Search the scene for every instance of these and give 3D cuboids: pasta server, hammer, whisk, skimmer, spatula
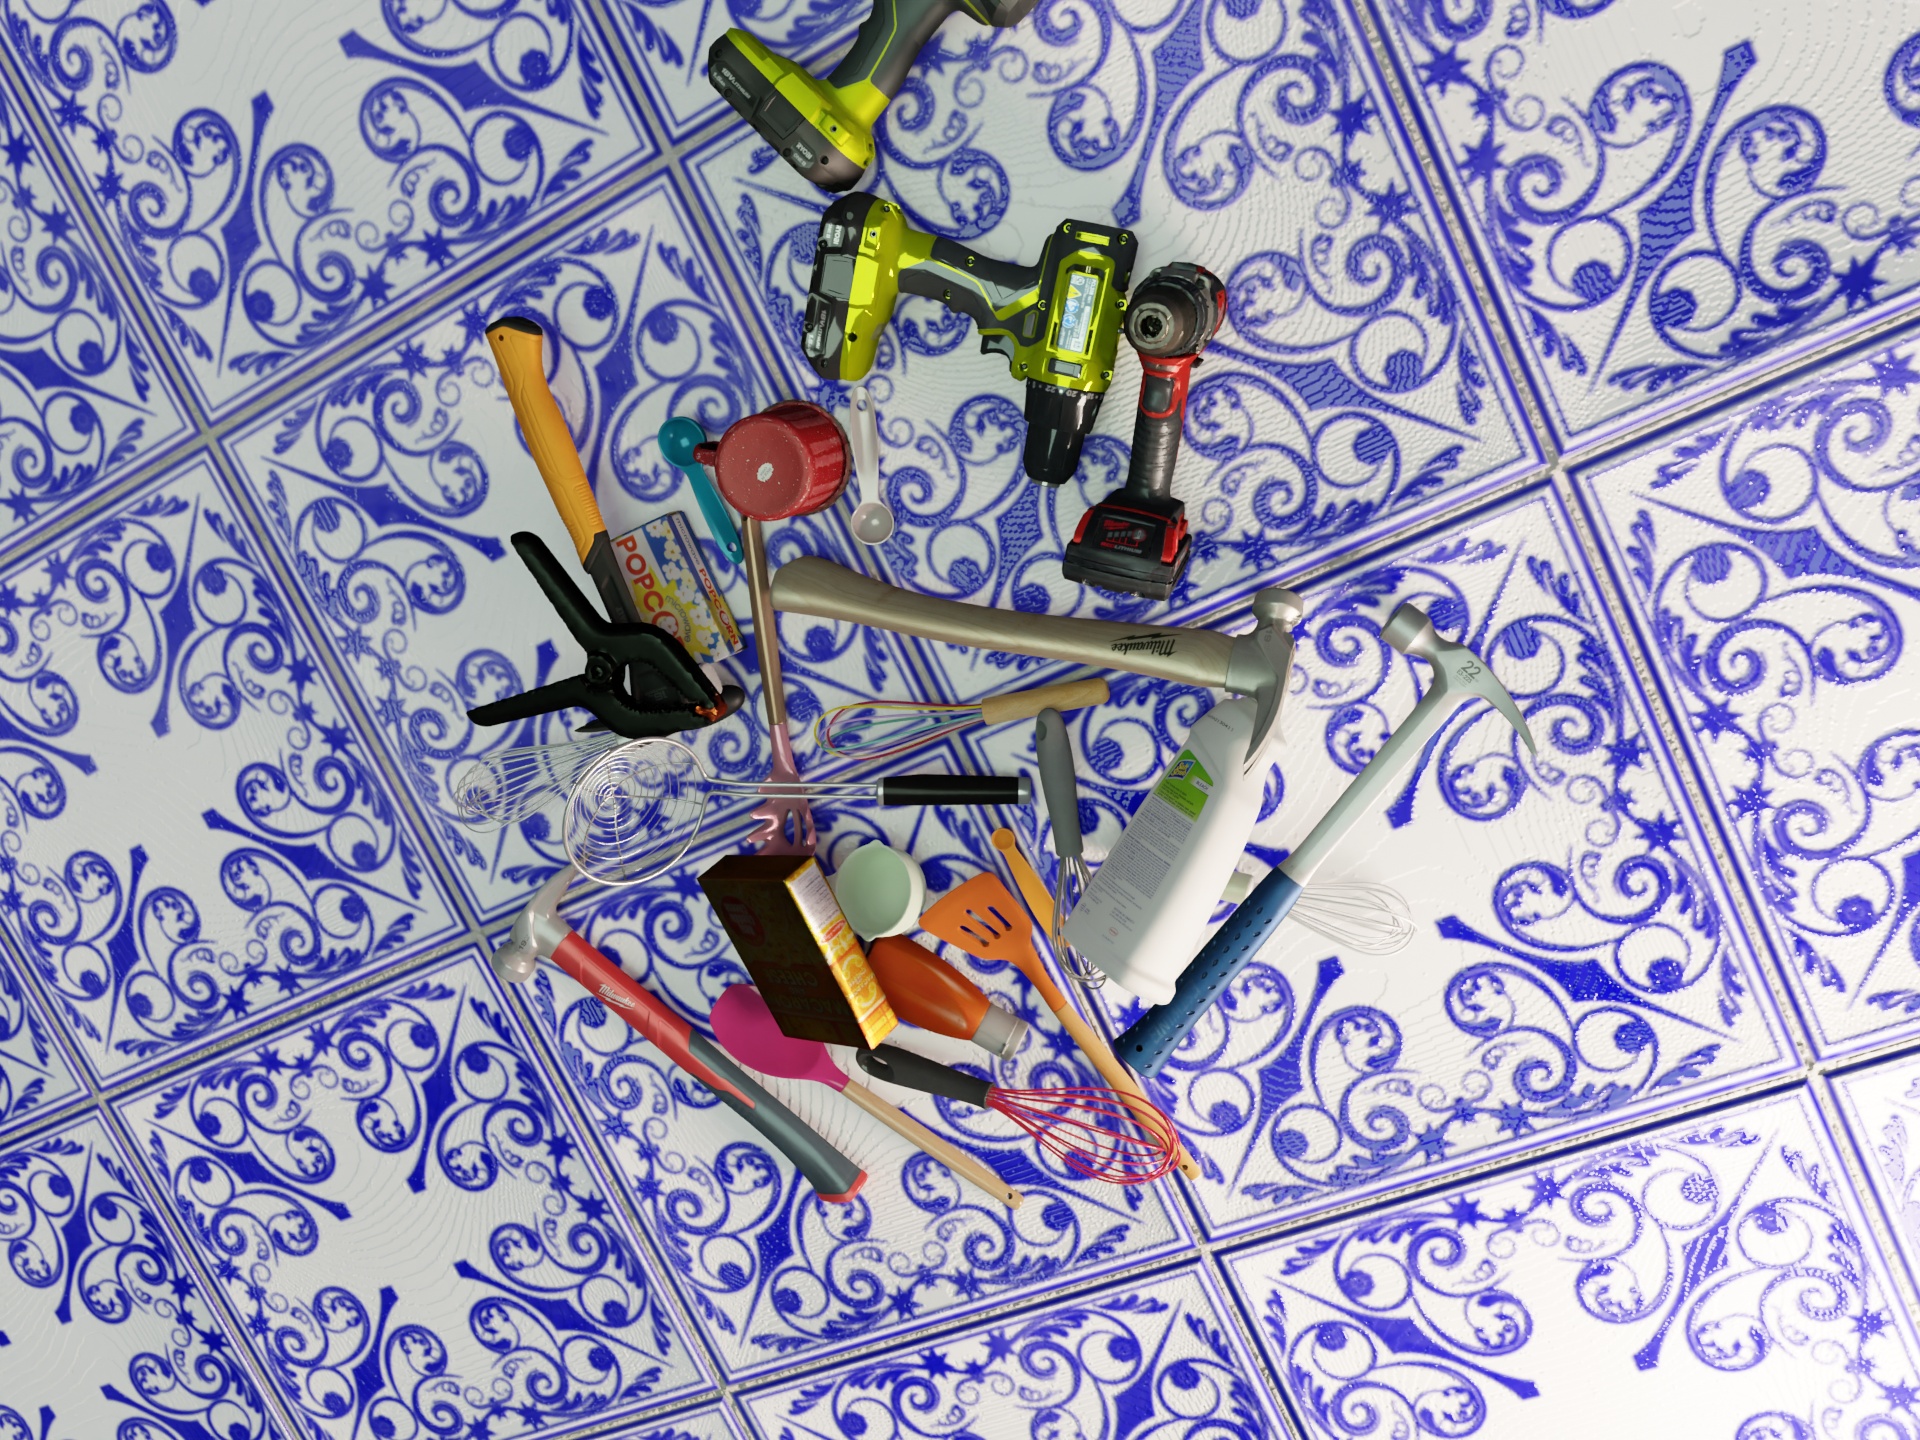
[{"bbox_3d":[-0.158,-0.023,1.308,0.060,0.040,0.316,0,104,26],"label":"pasta server"},{"bbox_3d":[-0.231,0.282,1.408,0.386,0.038,0.143,39,109,2],"label":"hammer"},{"bbox_3d":[-0.309,0.025,1.353,0.284,0.070,0.070,-21,99,13],"label":"whisk"},{"bbox_3d":[-0.307,-0.155,1.271,0.127,0.034,0.337,-17,100,18],"label":"hammer"},{"bbox_3d":[0.042,0.320,1.325,0.296,0.073,0.073,13,108,23],"label":"whisk"},{"bbox_3d":[0.088,0.104,1.265,0.055,0.055,0.239,-6,106,16],"label":"whisk"},{"bbox_3d":[0.260,0.113,1.197,0.144,0.035,0.405,41,103,15],"label":"hammer"},{"bbox_3d":[-0.125,0.071,1.255,0.363,0.090,0.127,0,117,0],"label":"skimmer"},{"bbox_3d":[-0.003,-0.005,1.271,0.245,0.051,0.047,-10,96,13],"label":"whisk"},{"bbox_3d":[0.044,-0.060,1.217,0.411,0.038,0.146,10,68,15],"label":"hammer"},{"bbox_3d":[0.095,0.260,1.317,0.081,0.041,0.322,-37,94,20],"label":"spatula"},{"bbox_3d":[0.235,0.135,1.249,0.246,0.059,0.058,13,71,15],"label":"whisk"}]

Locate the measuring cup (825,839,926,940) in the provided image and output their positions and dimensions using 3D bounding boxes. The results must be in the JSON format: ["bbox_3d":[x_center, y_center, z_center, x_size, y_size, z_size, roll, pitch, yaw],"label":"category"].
[{"bbox_3d":[-0.102,0.141,1.340,0.168,0.038,0.083,0,82,32],"label":"measuring cup"}]

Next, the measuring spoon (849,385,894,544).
[{"bbox_3d":[-0.073,-0.201,1.254,0.034,0.018,0.124,-4,97,4],"label":"measuring spoon"}]

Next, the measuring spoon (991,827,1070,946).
[{"bbox_3d":[0.060,0.137,1.311,0.021,0.011,0.117,-28,100,20],"label":"measuring spoon"}]

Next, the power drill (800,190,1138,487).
[{"bbox_3d":[0.005,-0.286,1.177,0.228,0.080,0.190,14,107,7],"label":"power drill"}]

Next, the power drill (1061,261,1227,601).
[{"bbox_3d":[0.132,-0.203,1.110,0.080,0.188,0.226,14,112,11],"label":"power drill"}]

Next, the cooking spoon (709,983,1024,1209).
[{"bbox_3d":[-0.080,0.333,1.386,0.319,0.017,0.069,34,66,1],"label":"cooking spoon"}]

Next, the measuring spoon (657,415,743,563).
[{"bbox_3d":[-0.204,-0.188,1.290,0.042,0.021,0.128,-15,109,24],"label":"measuring spoon"}]

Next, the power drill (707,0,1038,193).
[{"bbox_3d":[-0.069,-0.510,1.138,0.171,0.080,0.223,45,106,-1],"label":"power drill"}]
